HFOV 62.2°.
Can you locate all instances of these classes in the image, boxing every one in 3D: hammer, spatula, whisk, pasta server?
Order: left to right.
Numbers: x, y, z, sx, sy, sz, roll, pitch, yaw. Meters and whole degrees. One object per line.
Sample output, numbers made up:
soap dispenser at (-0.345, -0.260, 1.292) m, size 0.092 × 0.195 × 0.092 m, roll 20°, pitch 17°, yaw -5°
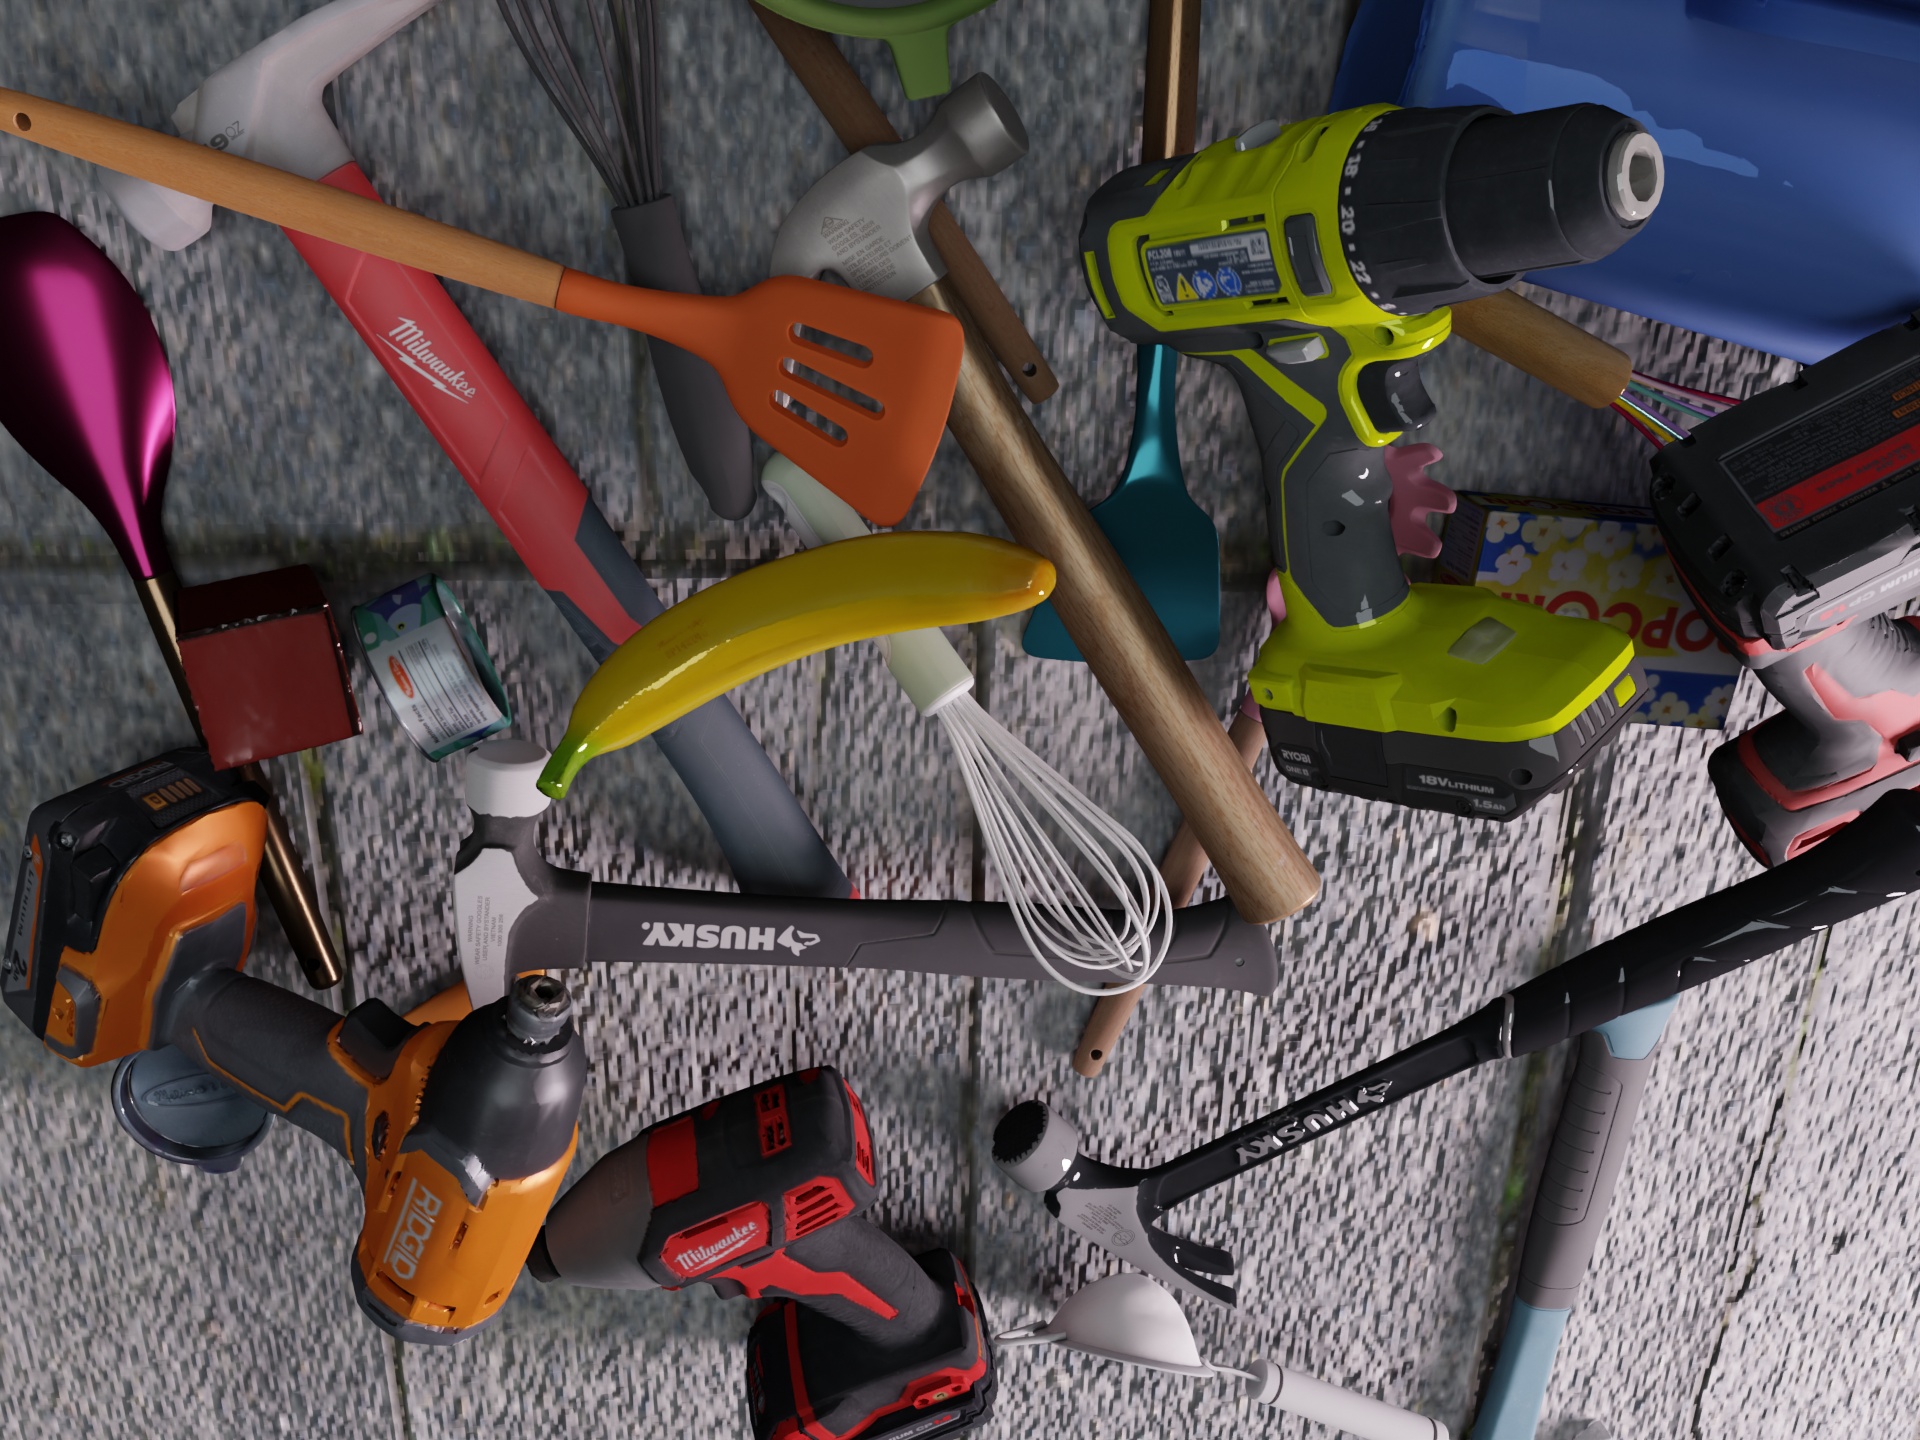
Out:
spatula at (-0.159, -0.150, 0.532) m, size 0.322 × 0.041 × 0.081 m, roll 16°, pitch 120°, yaw -11°
hammer at (-0.137, -0.076, 0.605) m, size 0.143 × 0.038 × 0.386 m, roll -31°, pitch 111°, yaw 5°
whisk at (-0.111, -0.181, 0.562) m, size 0.055 × 0.055 × 0.238 m, roll -14°, pitch 116°, yaw 0°
spatula at (-0.060, -0.241, 0.559) m, size 0.060 × 0.018 × 0.315 m, roll -35°, pitch 109°, yaw 11°
hammer at (-0.031, 0.092, 0.643) m, size 0.334 × 0.035 × 0.146 m, roll 4°, pitch 107°, yaw -12°
whisk at (-0.001, -0.002, 0.606) m, size 0.059 × 0.058 × 0.246 m, roll -35°, pitch 87°, yaw -15°
hammer at (0.041, -0.058, 0.600) m, size 0.130 × 0.031 × 0.331 m, roll -27°, pitch 106°, yaw 23°
spatula at (0.072, -0.170, 0.598) m, size 0.082 × 0.044 × 0.317 m, roll 1°, pitch 106°, yaw -4°
pasta server at (0.113, 0.024, 0.669) m, size 0.060 × 0.040 × 0.316 m, roll 21°, pitch 109°, yaw -4°
hammer at (0.214, 0.140, 0.667) m, size 0.409 × 0.036 × 0.149 m, roll -33°, pitch 117°, yaw 25°
hammer at (0.290, 0.273, 0.784) m, size 0.128 × 0.033 × 0.331 m, roll 4°, pitch 111°, yaw -6°
whisk at (0.251, -0.111, 0.575) m, size 0.244 × 0.051 × 0.047 m, roll 21°, pitch 100°, yaw -21°

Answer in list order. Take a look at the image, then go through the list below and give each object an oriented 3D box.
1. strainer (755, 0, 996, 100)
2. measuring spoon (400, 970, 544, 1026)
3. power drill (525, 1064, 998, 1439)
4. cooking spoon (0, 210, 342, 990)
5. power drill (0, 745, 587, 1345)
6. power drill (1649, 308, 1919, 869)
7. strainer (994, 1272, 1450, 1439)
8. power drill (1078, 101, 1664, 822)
strainer at (-0.074, -0.325, 0.498) m, size 0.256 × 0.069 × 0.151 m, roll 28°, pitch 108°, yaw -14°
measuring spoon at (-0.232, 0.134, 0.691) m, size 0.117 × 0.011 × 0.021 m, roll -28°, pitch 111°, yaw 6°
power drill at (-0.078, 0.240, 0.676) m, size 0.143 × 0.079 × 0.219 m, roll -23°, pitch 131°, yaw 3°
cooking spoon at (-0.302, -0.033, 0.616) m, size 0.069 × 0.017 × 0.318 m, roll -14°, pitch 111°, yaw -1°
power drill at (-0.238, 0.108, 0.588) m, size 0.226 × 0.084 × 0.164 m, roll 34°, pitch 120°, yaw 10°
power drill at (0.355, -0.041, 0.570) m, size 0.188 × 0.080 × 0.226 m, roll -28°, pitch 138°, yaw 16°
strainer at (0.138, 0.311, 0.759) m, size 0.258 × 0.087 × 0.050 m, roll 24°, pitch 74°, yaw -14°
power drill at (0.147, -0.085, 0.520) m, size 0.080 × 0.191 × 0.228 m, roll -36°, pitch 117°, yaw -29°
